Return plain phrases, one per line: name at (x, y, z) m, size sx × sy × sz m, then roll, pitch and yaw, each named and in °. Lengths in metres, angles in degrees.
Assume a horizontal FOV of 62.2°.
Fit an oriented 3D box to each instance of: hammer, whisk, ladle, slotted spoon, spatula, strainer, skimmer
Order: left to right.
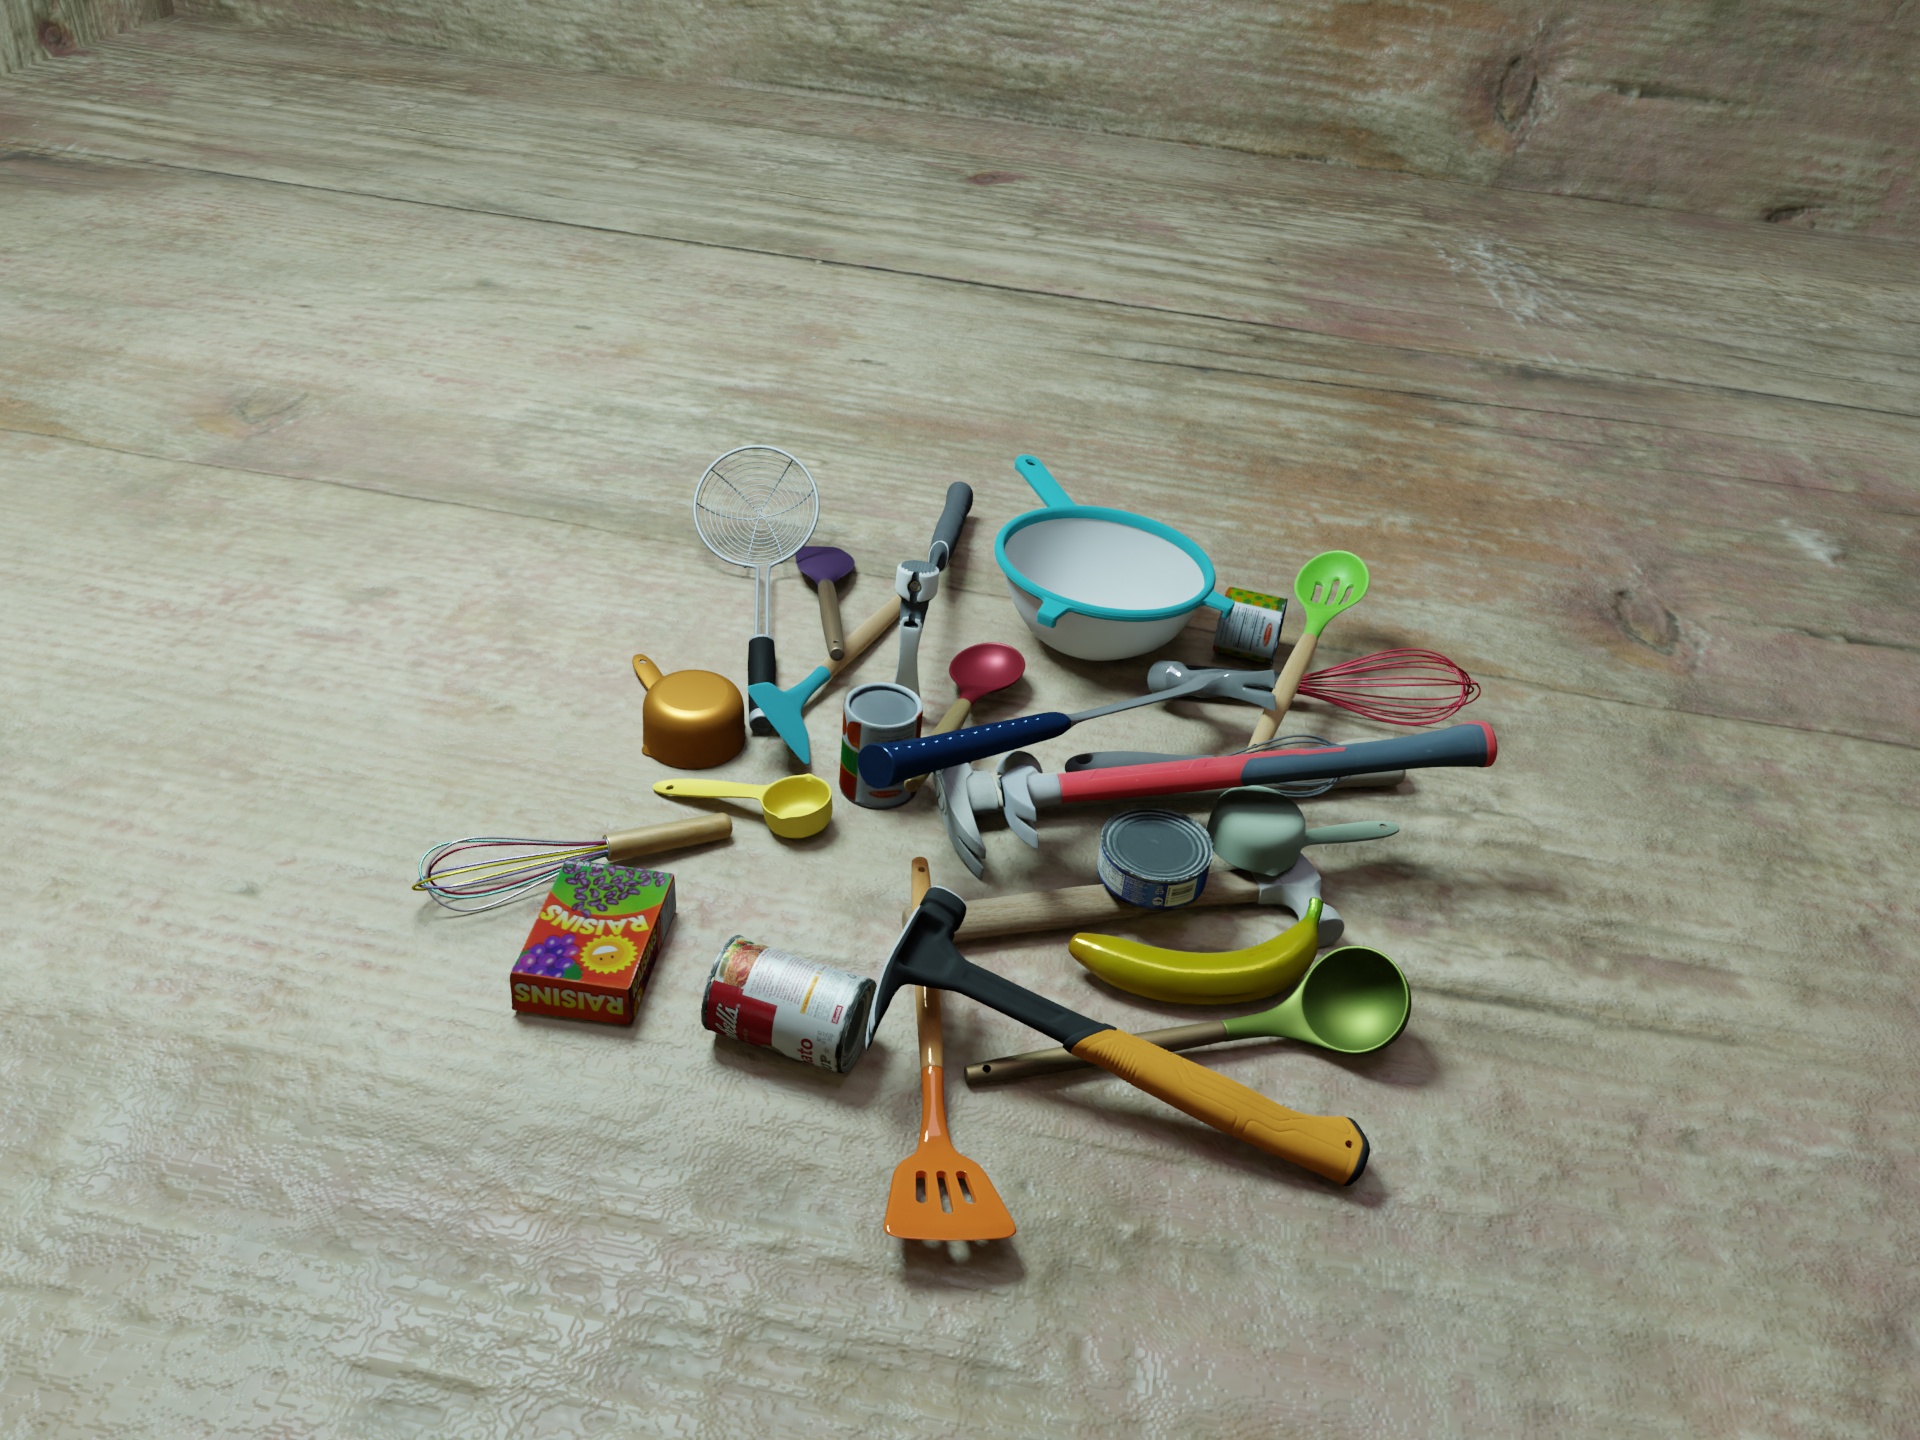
whisk at (-0.292, 0.101, 1.211) m, size 0.245 × 0.047 × 0.051 m, roll -10°, pitch 49°, yaw -27°
skimmer at (-0.192, -0.132, 1.494) m, size 0.127 × 0.090 × 0.364 m, roll -7°, pitch 39°, yaw -2°
spatula at (-0.124, -0.119, 1.507) m, size 0.059 × 0.018 × 0.316 m, roll 1°, pitch 23°, yaw -8°
spatula at (-0.104, -0.057, 1.448) m, size 0.082 × 0.044 × 0.317 m, roll 52°, pitch 37°, yaw -9°
spatula at (-0.018, 0.211, 1.072) m, size 0.081 × 0.041 × 0.323 m, roll 3°, pitch 43°, yaw -8°
hammer at (-0.023, -0.146, 1.541) m, size 0.036 × 0.149 × 0.409 m, roll 8°, pitch 27°, yaw 3°
ladle at (-0.002, -0.004, 1.342) m, size 0.069 × 0.031 × 0.315 m, roll 5°, pitch 21°, yaw 12°
hammer at (0.092, -0.001, 1.283) m, size 0.405 × 0.035 × 0.144 m, roll -13°, pitch 13°, yaw -41°
strainer at (0.113, -0.153, 1.573) m, size 0.211 × 0.095 × 0.341 m, roll -4°, pitch 35°, yaw -18°
hammer at (0.118, 0.137, 1.220) m, size 0.331 × 0.031 × 0.130 m, roll -5°, pitch 37°, yaw -14°
hammer at (0.105, 0.225, 1.045) m, size 0.337 × 0.034 × 0.127 m, roll 24°, pitch 46°, yaw 7°
hammer at (0.185, 0.058, 1.336) m, size 0.410 × 0.038 × 0.146 m, roll -3°, pitch 38°, yaw -13°
ladle at (0.160, 0.214, 1.100) m, size 0.320 × 0.062 × 0.078 m, roll -7°, pitch 57°, yaw -12°
whisk at (0.204, 0.037, 1.302) m, size 0.239 × 0.055 × 0.055 m, roll 0°, pitch 36°, yaw -2°
hammer at (0.225, 0.042, 1.220) m, size 0.386 × 0.038 × 0.143 m, roll -6°, pitch 15°, yaw -3°
slotted spoon at (0.307, -0.059, 1.442) m, size 0.070 × 0.031 × 0.314 m, roll 8°, pitch 41°, yaw 25°
whisk at (0.328, -0.032, 1.467) m, size 0.296 × 0.073 × 0.073 m, roll 2°, pitch 35°, yaw 6°

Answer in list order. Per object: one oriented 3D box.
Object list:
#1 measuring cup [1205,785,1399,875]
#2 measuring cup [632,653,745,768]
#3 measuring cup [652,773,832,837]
measuring cup at (0.277, 0.080, 1.262) m, size 0.167 × 0.038 × 0.083 m, roll -4°, pitch 36°, yaw -15°
measuring cup at (-0.248, -0.028, 1.380) m, size 0.095 × 0.052 × 0.174 m, roll -16°, pitch 43°, yaw -27°
measuring cup at (-0.177, 0.068, 1.290) m, size 0.156 × 0.029 × 0.062 m, roll 4°, pitch 34°, yaw 18°
